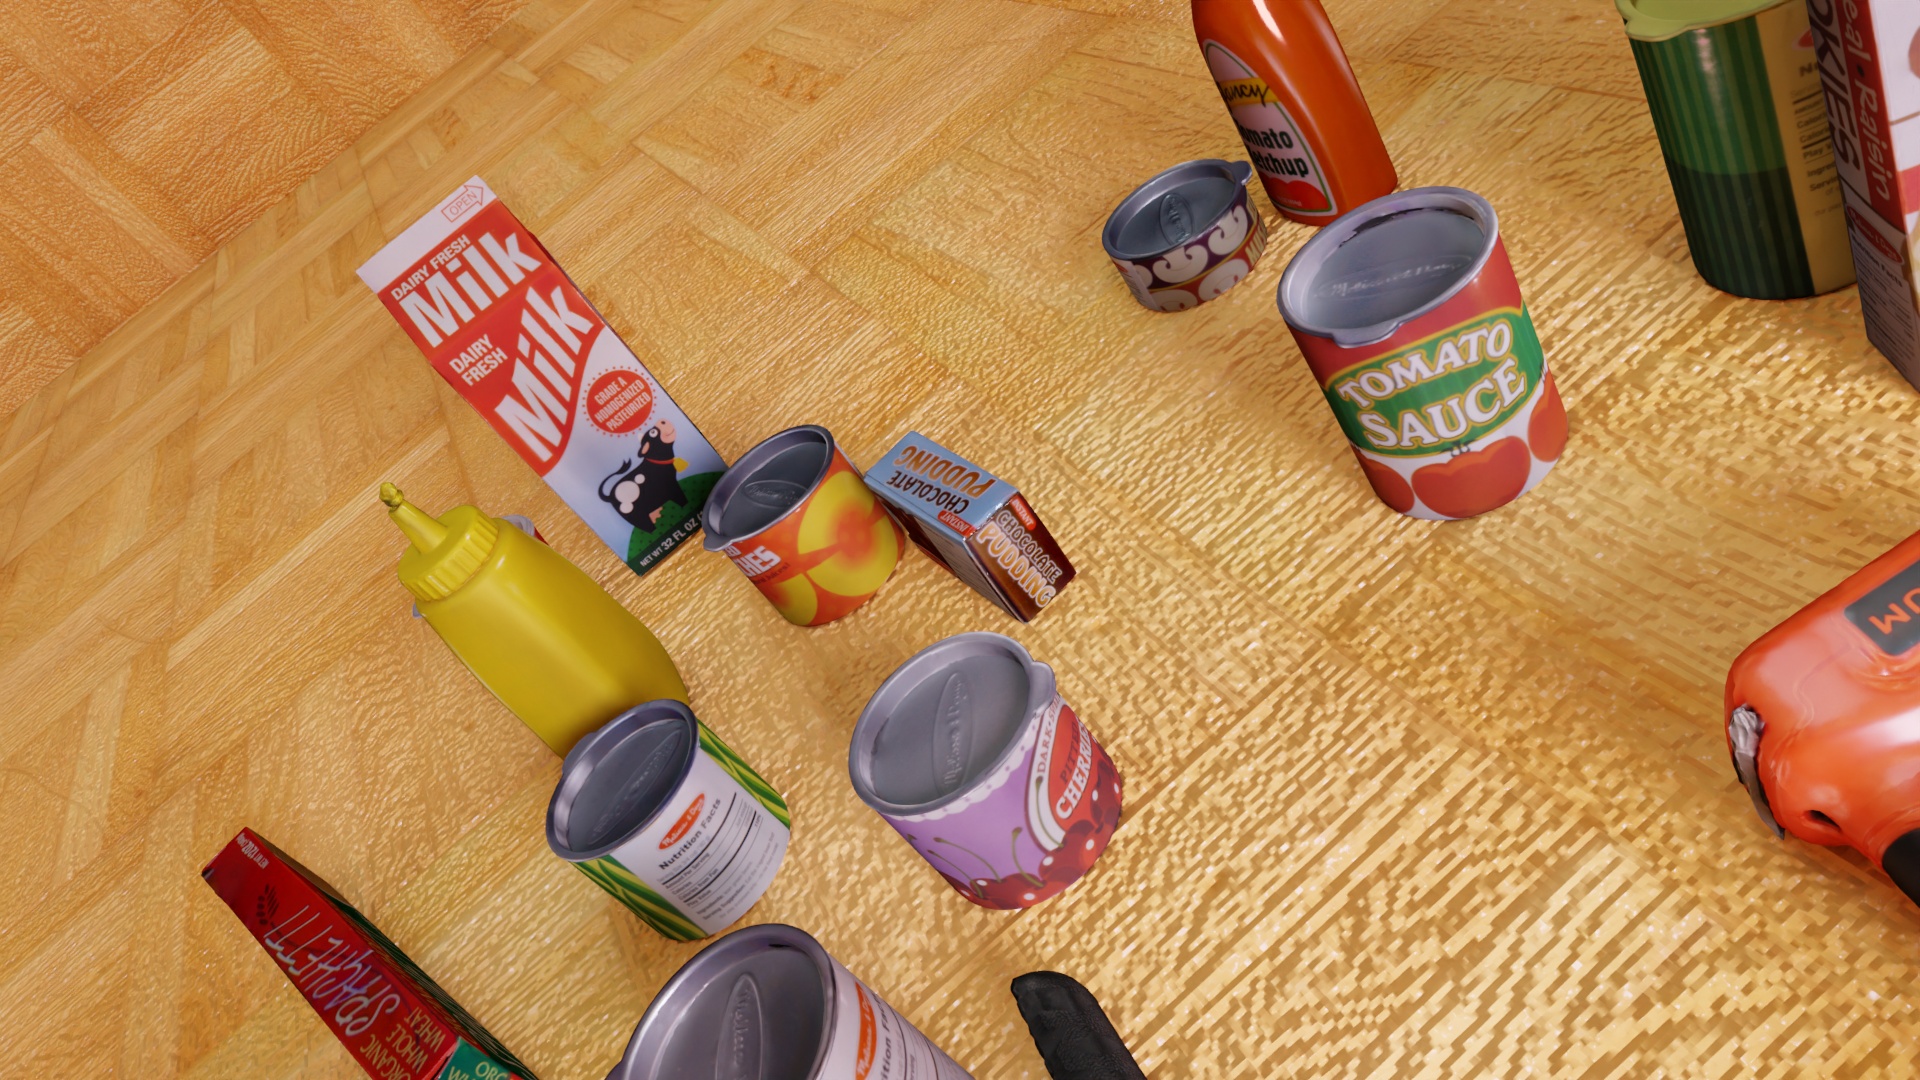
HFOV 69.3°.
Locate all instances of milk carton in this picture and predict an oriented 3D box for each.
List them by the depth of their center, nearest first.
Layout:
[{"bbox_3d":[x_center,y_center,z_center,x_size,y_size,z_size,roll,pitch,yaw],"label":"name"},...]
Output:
[{"bbox_3d":[-0.194,-0.079,0.669,0.072,0.190,0.073,-41,34,-4],"label":"milk carton"}]

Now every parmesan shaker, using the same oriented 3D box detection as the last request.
[{"bbox_3d":[0.242,-0.130,0.417,0.071,0.102,0.072,-24,37,19],"label":"parmesan shaker"}]

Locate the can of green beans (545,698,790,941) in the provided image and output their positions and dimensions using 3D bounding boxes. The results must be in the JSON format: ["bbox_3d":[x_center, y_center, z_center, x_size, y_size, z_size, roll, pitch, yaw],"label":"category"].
[{"bbox_3d":[-0.103,0.100,0.497,0.071,0.057,0.071,-24,37,19],"label":"can of green beans"}]

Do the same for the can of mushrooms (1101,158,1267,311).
[{"bbox_3d":[0.101,-0.135,0.610,0.071,0.033,0.071,-24,37,19],"label":"can of mushrooms"}]

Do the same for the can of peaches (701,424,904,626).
[{"bbox_3d":[-0.067,-0.004,0.585,0.071,0.058,0.071,-24,37,19],"label":"can of peaches"}]

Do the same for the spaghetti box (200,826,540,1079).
[{"bbox_3d":[-0.235,0.169,0.540,0.250,0.050,0.029,11,57,48],"label":"spaghetti box"}]

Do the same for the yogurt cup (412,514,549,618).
[{"bbox_3d":[-0.223,0.029,0.690,0.072,0.053,0.073,-24,37,19],"label":"yogurt cup"}]

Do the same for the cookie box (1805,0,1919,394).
[{"bbox_3d":[0.275,-0.126,0.327,0.123,0.167,0.040,-25,36,18],"label":"cookie box"}]

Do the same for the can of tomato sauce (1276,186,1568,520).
[{"bbox_3d":[0.146,-0.056,0.434,0.071,0.083,0.071,-24,37,19],"label":"can of tomato sauce"}]

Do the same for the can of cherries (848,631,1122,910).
[{"bbox_3d":[0.011,0.071,0.428,0.071,0.058,0.072,-24,37,19],"label":"can of cherries"}]

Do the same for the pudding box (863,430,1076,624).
[{"bbox_3d":[0.002,-0.007,0.535,0.030,0.049,0.084,-44,35,-9],"label":"pudding box"}]

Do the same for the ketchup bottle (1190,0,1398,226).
[{"bbox_3d":[0.125,-0.197,0.560,0.043,0.148,0.065,-41,34,-5],"label":"ketchup bottle"}]

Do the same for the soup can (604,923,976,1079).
[{"bbox_3d":[-0.039,0.150,0.358,0.071,0.083,0.072,-24,37,19],"label":"soup can"}]

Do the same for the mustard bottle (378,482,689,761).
[{"bbox_3d":[-0.171,0.032,0.546,0.049,0.159,0.065,-30,35,11],"label":"mustard bottle"}]
